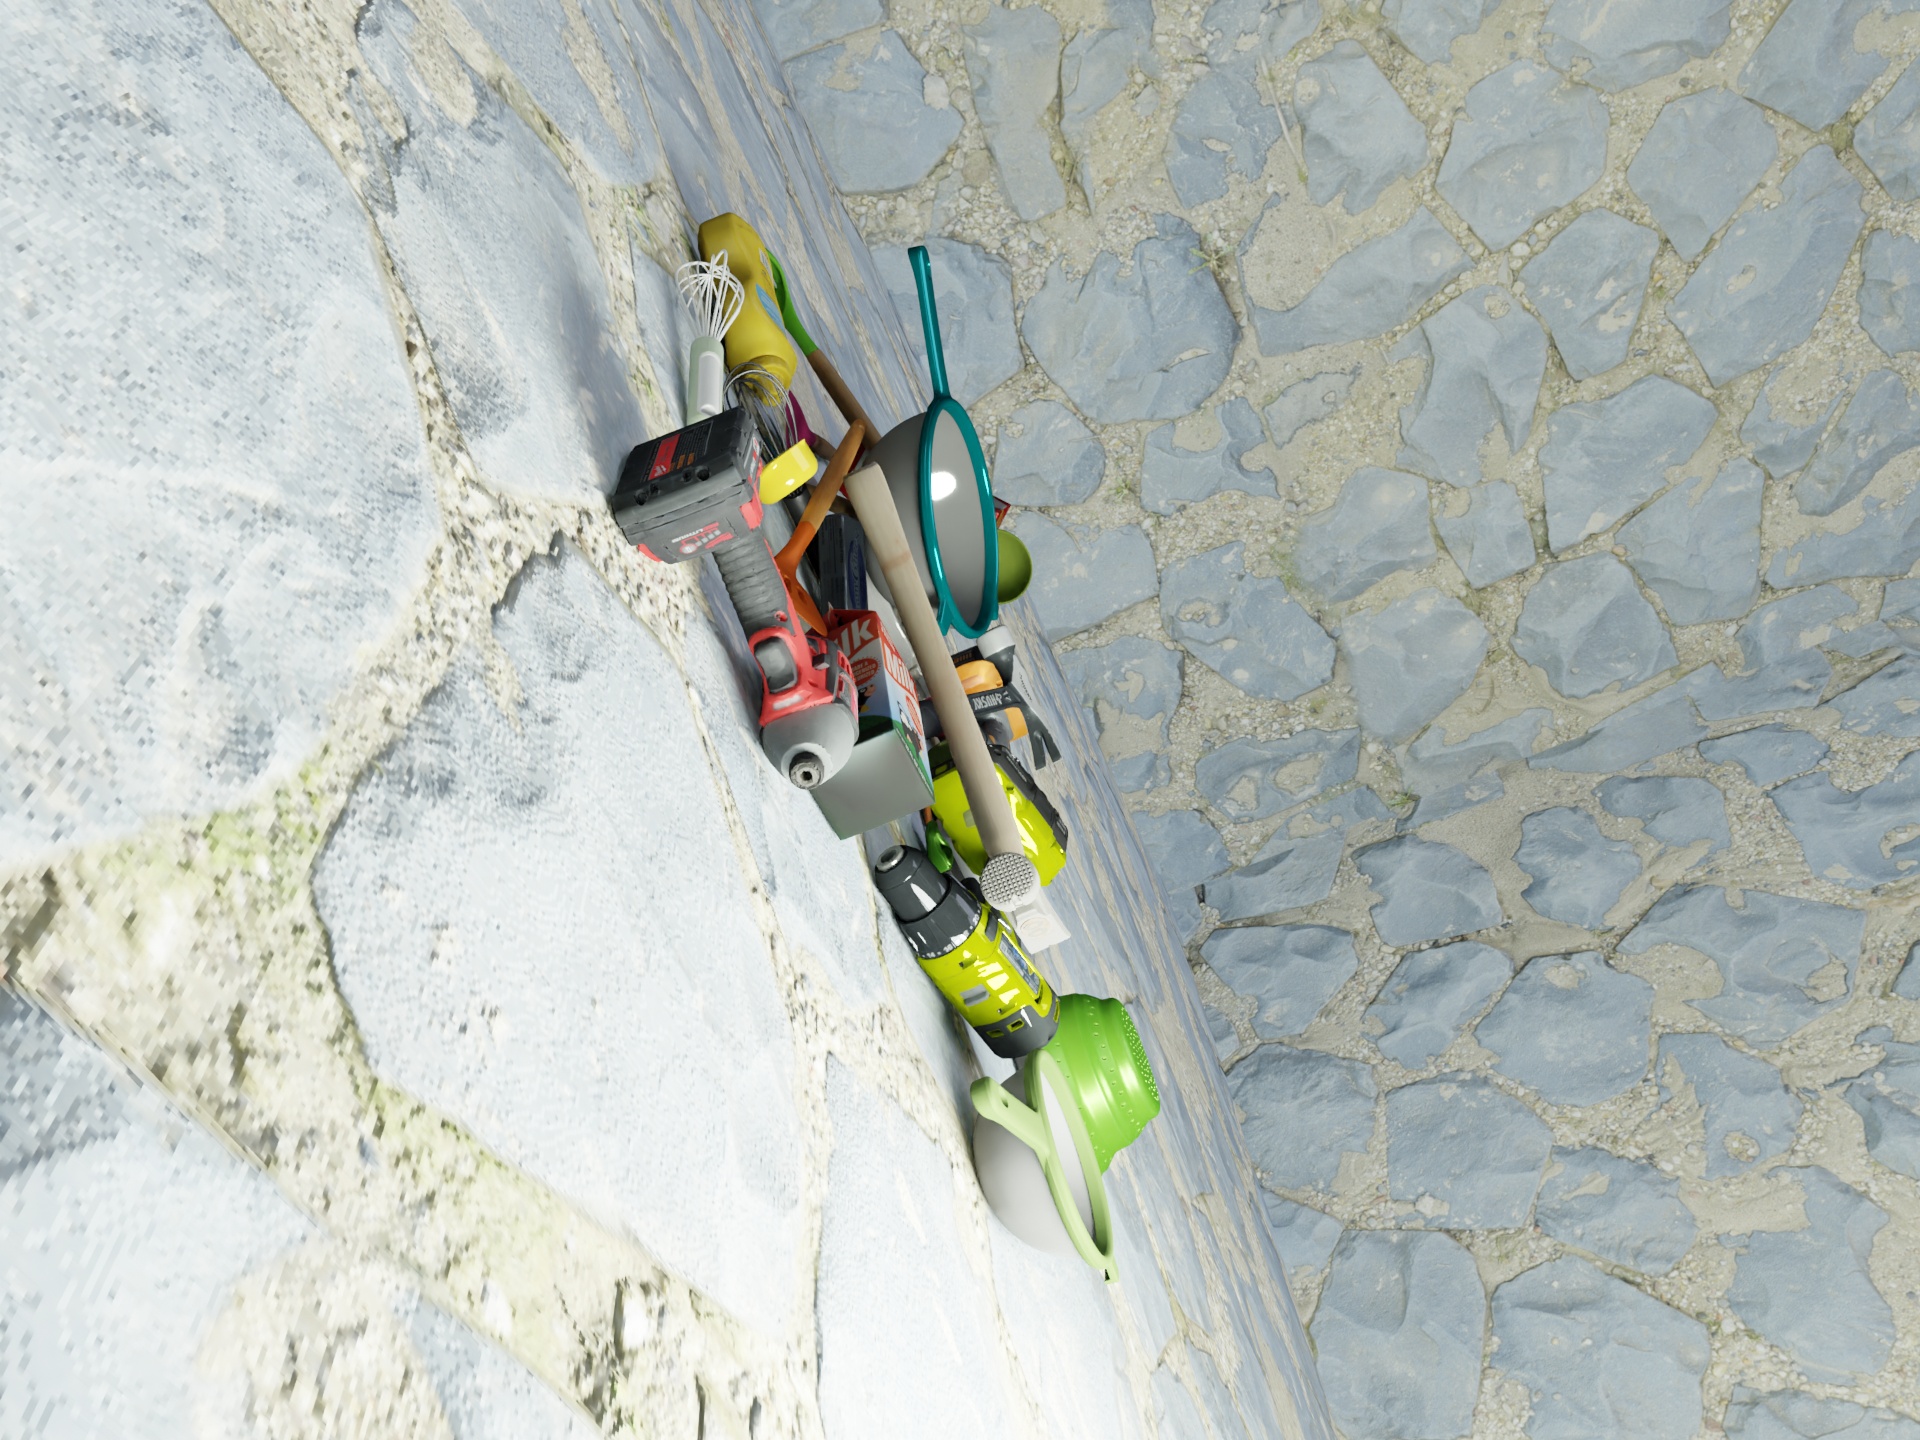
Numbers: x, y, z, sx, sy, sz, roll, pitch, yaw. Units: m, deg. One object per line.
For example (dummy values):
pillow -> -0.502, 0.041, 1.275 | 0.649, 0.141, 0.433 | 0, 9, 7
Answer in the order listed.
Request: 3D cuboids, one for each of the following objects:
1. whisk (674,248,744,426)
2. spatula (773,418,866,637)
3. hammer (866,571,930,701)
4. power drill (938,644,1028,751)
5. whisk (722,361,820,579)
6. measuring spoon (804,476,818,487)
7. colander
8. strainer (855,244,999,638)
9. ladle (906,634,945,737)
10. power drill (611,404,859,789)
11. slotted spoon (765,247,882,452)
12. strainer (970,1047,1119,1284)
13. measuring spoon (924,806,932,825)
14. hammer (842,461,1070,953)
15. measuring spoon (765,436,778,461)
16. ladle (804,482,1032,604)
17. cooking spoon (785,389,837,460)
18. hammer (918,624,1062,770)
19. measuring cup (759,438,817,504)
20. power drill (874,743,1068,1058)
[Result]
whisk -> -0.192, -0.286, 1.208 | 0.057, 0.059, 0.247 | 19, 38, -24
spatula -> -0.109, -0.167, 1.251 | 0.081, 0.041, 0.323 | 43, 33, -19
hammer -> -0.063, -0.142, 1.598 | 0.149, 0.036, 0.359 | 62, 10, -18
power drill -> 0.020, 0.009, 1.678 | 0.226, 0.084, 0.185 | -94, 158, -53
whisk -> -0.136, -0.190, 1.313 | 0.055, 0.055, 0.238 | -103, 172, -50
measuring spoon -> -0.120, -0.176, 1.460 | 0.034, 0.018, 0.124 | -98, 165, -61
colander -> 0.085, 0.244, 1.388 | 0.205, 0.094, 0.396 | -92, 158, -68
strainer -> -0.047, -0.235, 1.390 | 0.211, 0.095, 0.340 | -27, 109, -72
ladle -> -0.048, -0.072, 1.613 | 0.069, 0.031, 0.316 | 35, 21, -28
power drill -> -0.123, -0.065, 0.962 | 0.143, 0.078, 0.219 | -96, 165, -61
slotted spoon -> -0.124, -0.321, 1.490 | 0.031, 0.070, 0.314 | -35, 91, -38
strainer -> 0.032, 0.282, 1.040 | 0.256, 0.069, 0.152 | 54, 18, -57
measuring spoon -> -0.036, 0.062, 1.411 | 0.021, 0.011, 0.117 | 74, 4, -50
hammer -> -0.011, -0.022, 1.185 | 0.146, 0.038, 0.411 | 59, 9, -62
measuring spoon -> -0.136, -0.190, 1.384 | 0.042, 0.021, 0.128 | -76, 142, -76
ladle -> -0.039, -0.177, 1.519 | 0.320, 0.062, 0.078 | 16, 79, -53
cooking spoon -> -0.139, -0.263, 1.496 | 0.319, 0.017, 0.069 | -69, 159, -85
hammer -> -0.002, -0.005, 1.418 | 0.149, 0.036, 0.409 | 64, 21, 3
measuring cup -> -0.145, -0.169, 1.182 | 0.029, 0.062, 0.157 | 54, 23, -15
power drill -> 0.011, 0.121, 1.224 | 0.190, 0.080, 0.229 | 53, 25, -23
